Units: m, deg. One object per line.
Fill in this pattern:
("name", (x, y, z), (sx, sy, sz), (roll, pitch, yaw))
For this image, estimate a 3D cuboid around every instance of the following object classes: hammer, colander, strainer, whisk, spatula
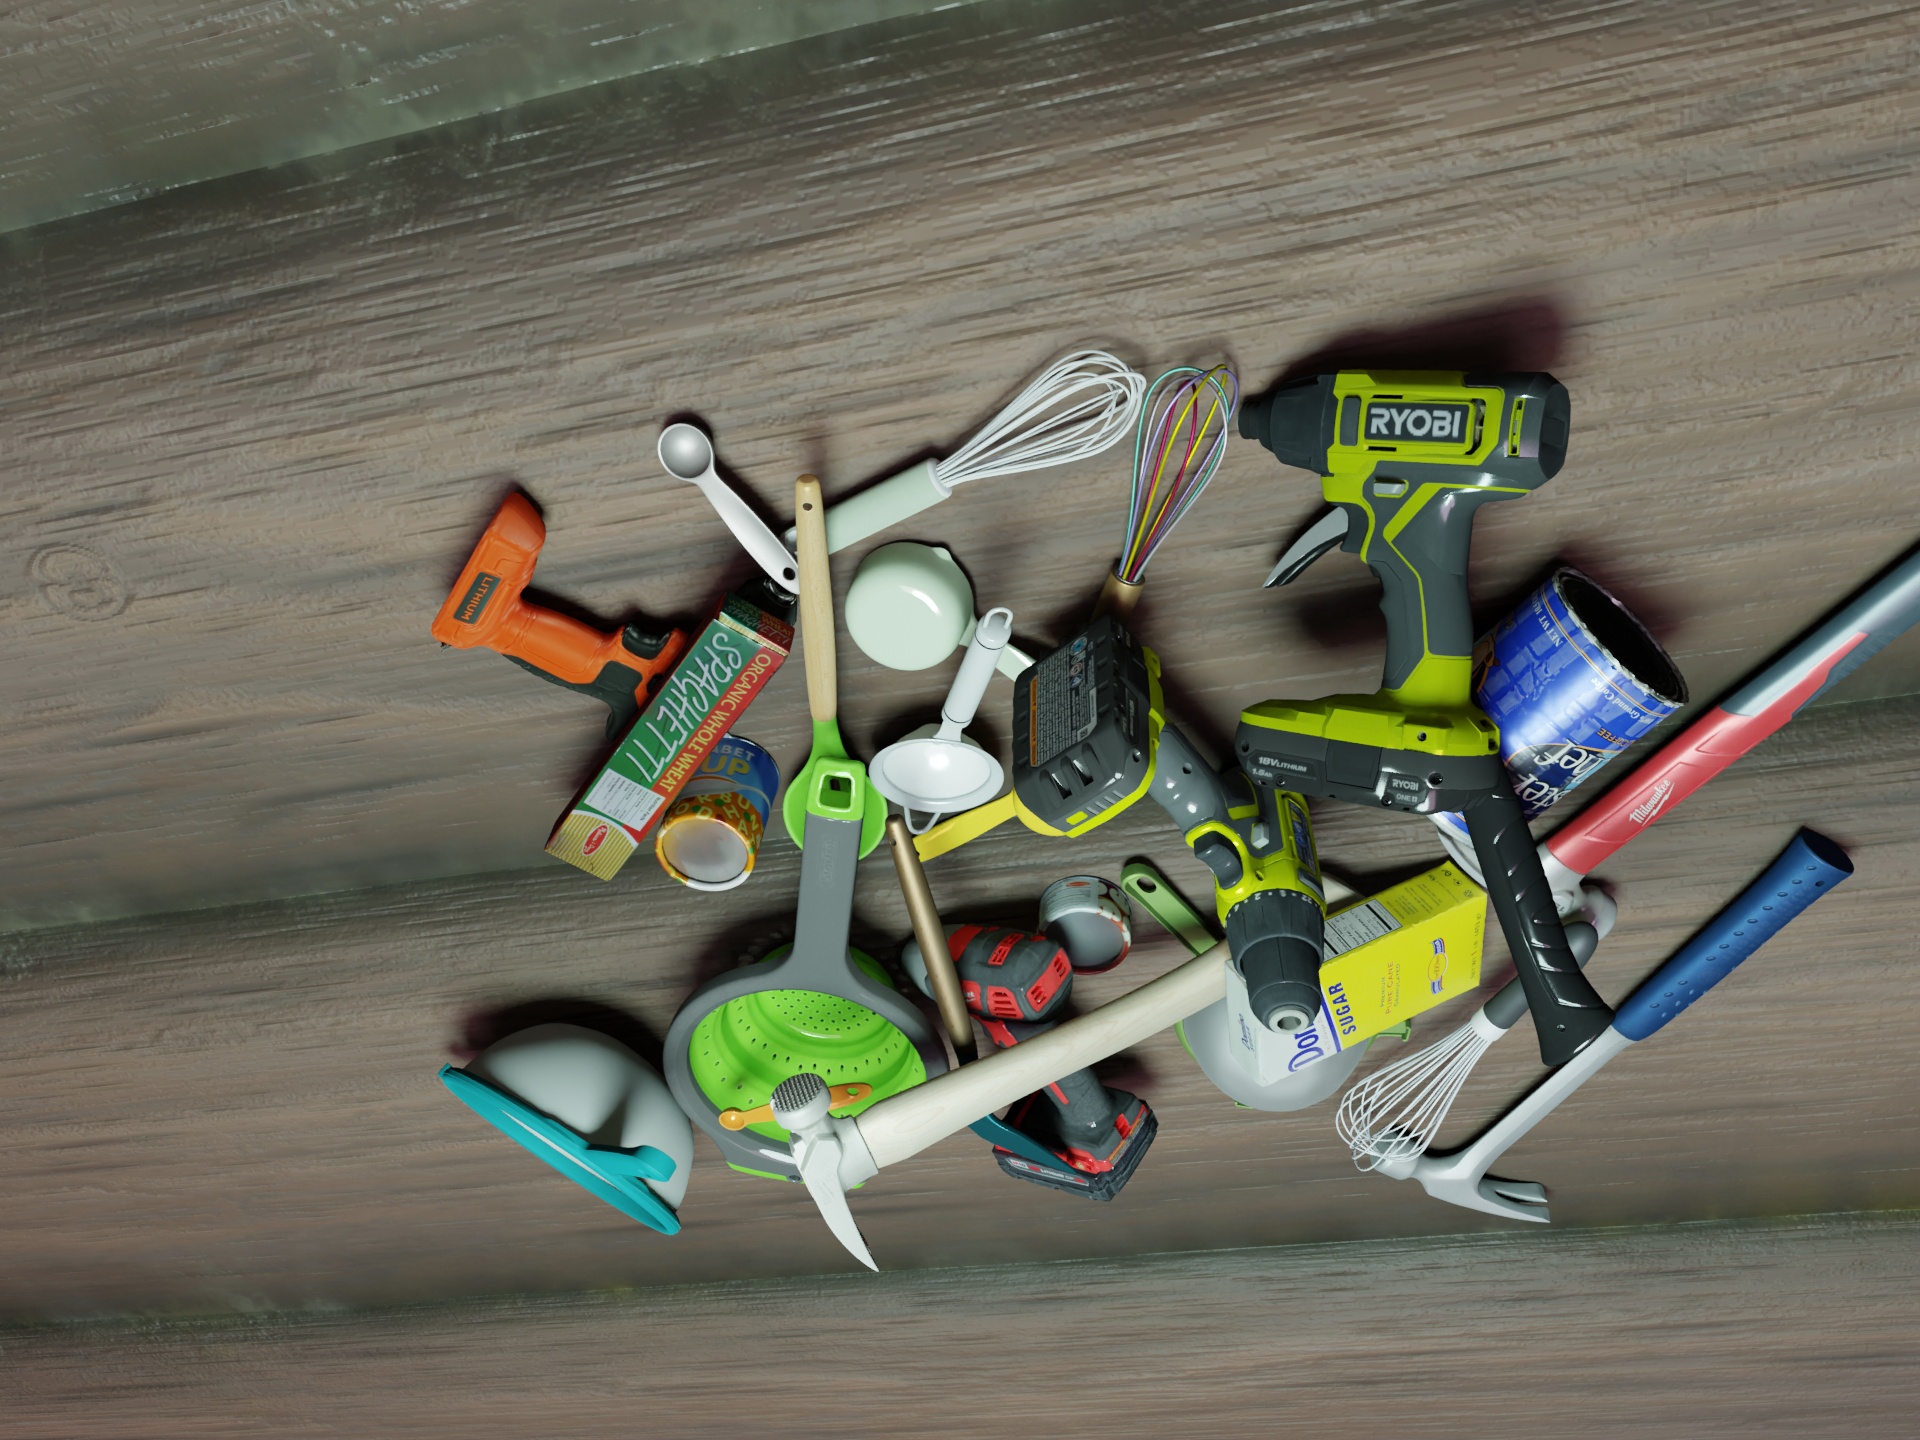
("hammer", (0.280, 0.027, 0.881), (0.146, 0.035, 0.335), (-21, 85, 36))
("colander", (-0.095, 0.162, 1.106), (0.204, 0.095, 0.396), (9, 126, 0))
("strainer", (0.194, 0.197, 1.112), (0.151, 0.069, 0.256), (-32, 118, 26))
("strainer", (-0.002, -0.003, 0.966), (0.087, 0.050, 0.258), (9, 152, -9))
("whisk", (-0.005, -0.142, 0.905), (0.246, 0.059, 0.058), (-22, 77, 26))
("hammer", (0.467, 0.226, 1.123), (0.144, 0.035, 0.405), (25, 125, -11))
("whisk", (0.350, 0.227, 1.106), (0.070, 0.070, 0.284), (21, 130, -9))
("spatula", (0.002, 0.191, 1.061), (0.082, 0.044, 0.317), (9, 126, 40))
("hammer", (0.088, 0.215, 1.046), (0.410, 0.038, 0.146), (-24, 115, -9))
("strainer", (-0.248, 0.280, 1.149), (0.211, 0.095, 0.340), (41, 153, -15))
("hammer", (0.462, -0.014, 0.945), (0.143, 0.038, 0.386), (32, 124, -14))
("whisk", (0.102, -0.101, 0.922), (0.051, 0.047, 0.244), (15, 130, -6))

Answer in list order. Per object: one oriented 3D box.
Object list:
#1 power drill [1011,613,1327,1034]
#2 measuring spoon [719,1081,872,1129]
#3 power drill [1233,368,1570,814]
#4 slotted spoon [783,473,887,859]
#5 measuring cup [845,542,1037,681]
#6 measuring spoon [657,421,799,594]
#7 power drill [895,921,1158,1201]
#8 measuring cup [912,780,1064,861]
("power drill", (0.134, 0.063, 0.932), (0.080, 0.191, 0.228), (-34, 122, 28))
("measuring spoon", (-0.116, 0.269, 1.123), (0.117, 0.011, 0.021), (-16, 122, 13))
("power drill", (0.219, -0.072, 0.843), (0.171, 0.080, 0.223), (10, 100, 36))
("slotted spoon", (-0.084, -0.023, 0.984), (0.070, 0.031, 0.313), (0, 135, 0))
("measuring cup", (0.005, -0.041, 0.965), (0.167, 0.038, 0.083), (33, 126, -6))
("measuring spoon", (-0.130, -0.125, 0.935), (0.034, 0.018, 0.124), (-32, 106, 27))
("power drill", (0.042, 0.235, 1.140), (0.143, 0.078, 0.219), (1, 128, 44))
("measuring cup", (0.021, 0.071, 1.064), (0.156, 0.029, 0.062), (-27, 119, 21))
